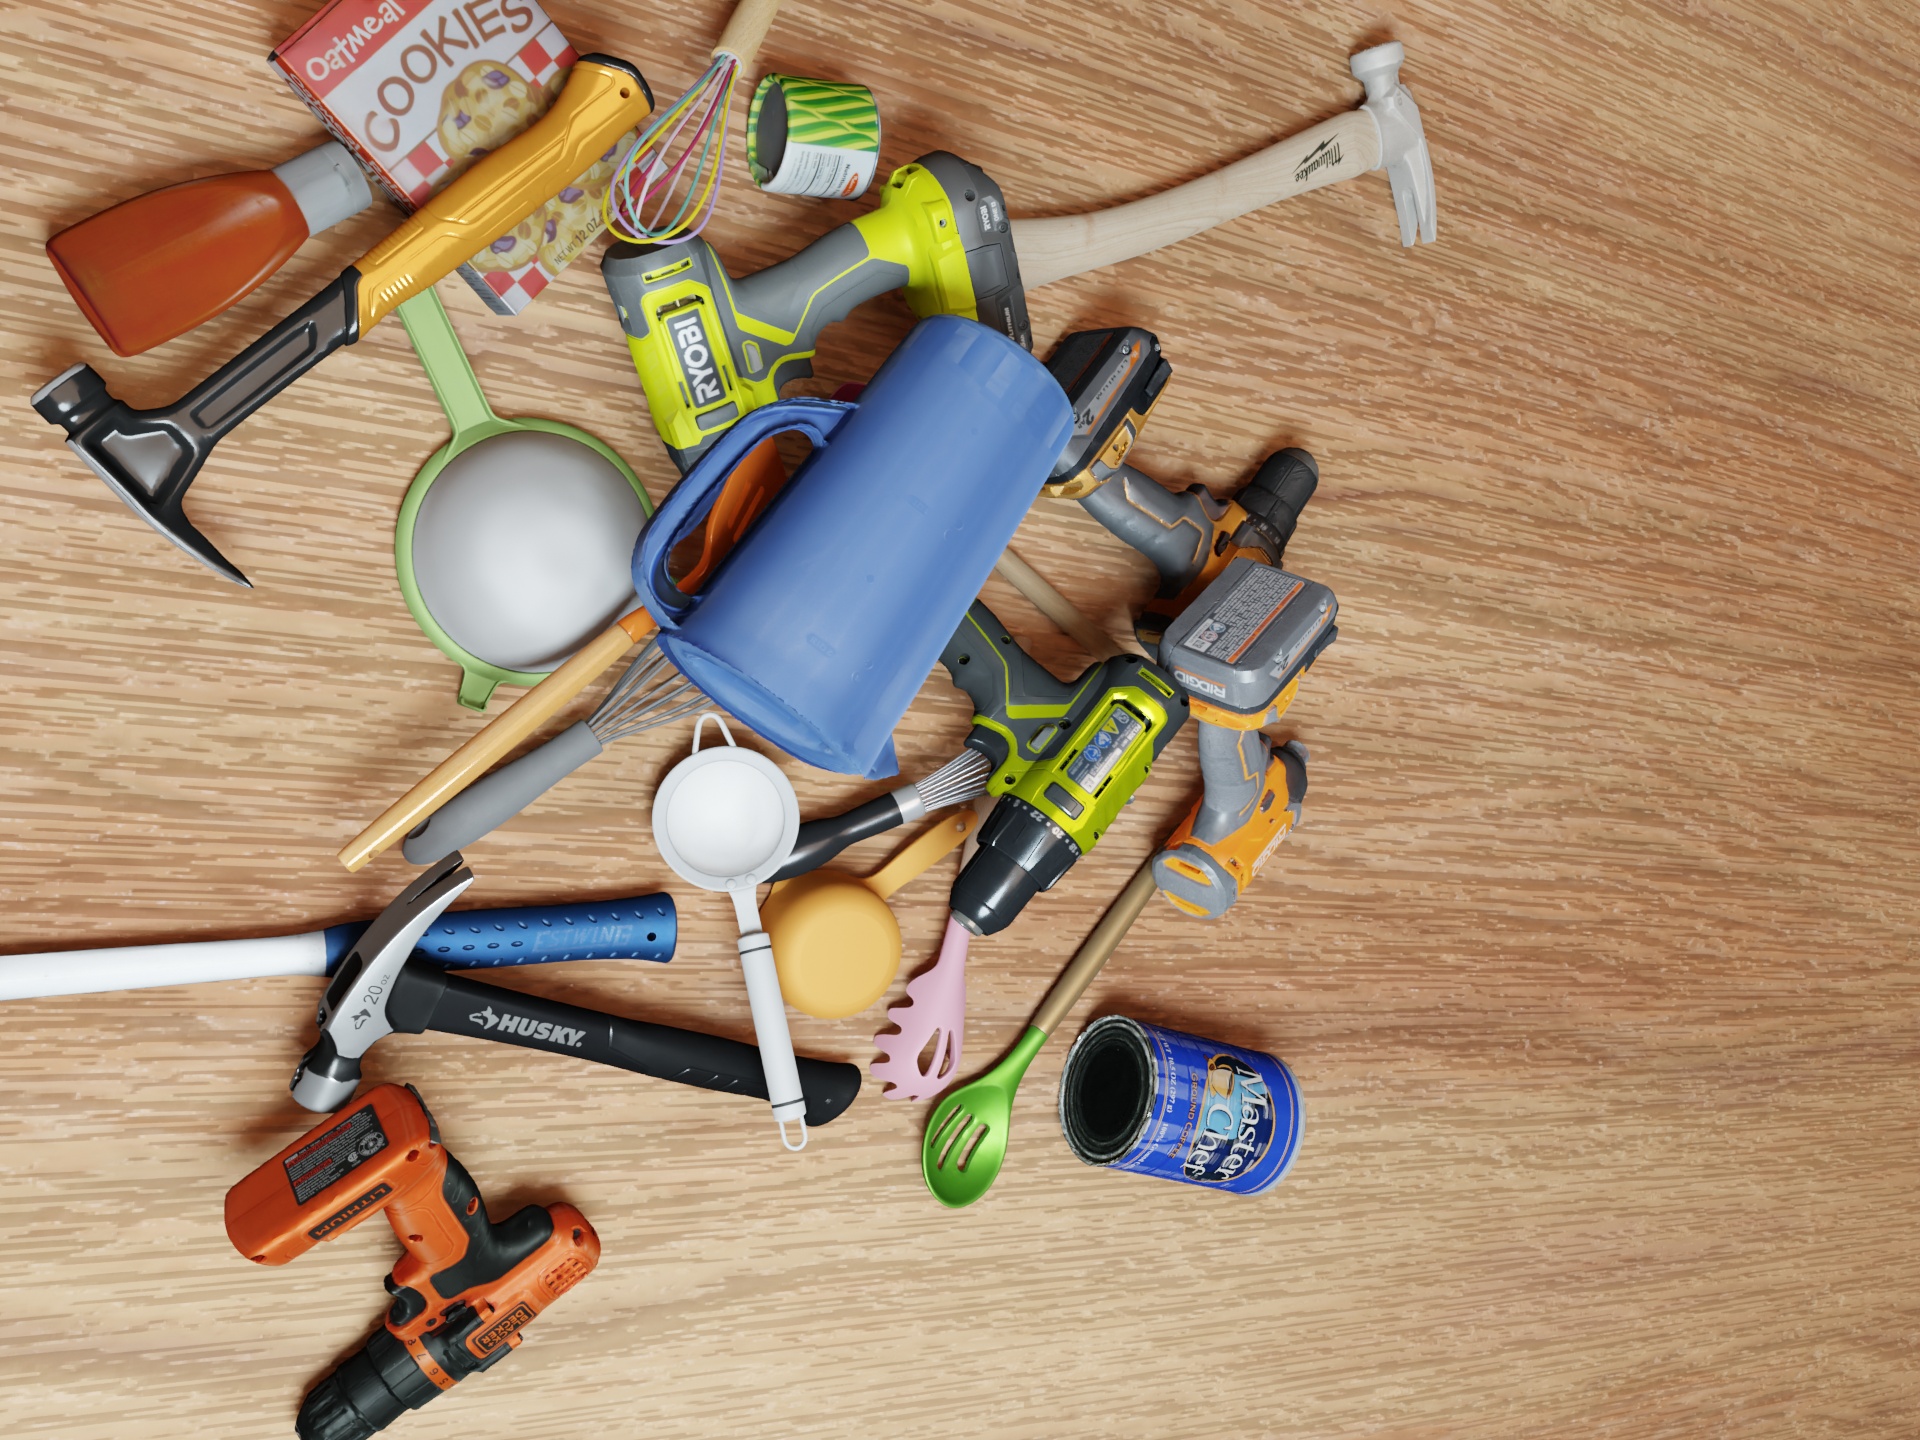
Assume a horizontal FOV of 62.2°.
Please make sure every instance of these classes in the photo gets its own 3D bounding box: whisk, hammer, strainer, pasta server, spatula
[{"bbox_3d":[-0.140,-0.352,0.882,0.051,0.047,0.245,48,48,-43],"label":"whisk"},{"bbox_3d":[-0.349,0.118,0.843,0.405,0.035,0.144,-1,95,-30],"label":"hammer"},{"bbox_3d":[-0.246,-0.139,0.859,0.151,0.069,0.256,-30,110,-24],"label":"strainer"},{"bbox_3d":[0.172,-0.350,1.101,0.410,0.038,0.146,-26,108,-25],"label":"hammer"},{"bbox_3d":[0.004,0.098,1.051,0.060,0.040,0.316,16,82,-30],"label":"pasta server"},{"bbox_3d":[-0.125,0.124,0.937,0.087,0.050,0.258,-11,80,-15],"label":"strainer"},{"bbox_3d":[-0.204,-0.036,0.856,0.322,0.041,0.081,-42,151,-16],"label":"spatula"},{"bbox_3d":[-0.213,0.008,0.908,0.239,0.055,0.055,-36,111,-18],"label":"whisk"},{"bbox_3d":[-0.283,-0.217,0.802,0.337,0.034,0.127,-44,119,-13],"label":"hammer"},{"bbox_3d":[-0.192,0.180,0.912,0.334,0.035,0.146,23,97,-37],"label":"hammer"},{"bbox_3d":[-0.004,0.041,1.006,0.284,0.070,0.070,-23,106,-13],"label":"whisk"}]

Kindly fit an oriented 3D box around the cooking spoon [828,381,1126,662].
[{"bbox_3d":[0.028,-0.106,1.049,0.318,0.017,0.069,39,80,-26],"label":"cooking spoon"}]

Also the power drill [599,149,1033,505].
[{"bbox_3d":[-0.078,-0.224,0.925,0.223,0.080,0.171,-25,125,-14],"label":"power drill"}]

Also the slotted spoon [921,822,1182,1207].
[{"bbox_3d":[0.070,0.195,1.097,0.070,0.031,0.314,47,70,-25],"label":"slotted spoon"}]

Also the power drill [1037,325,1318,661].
[{"bbox_3d":[0.146,-0.165,1.078,0.226,0.084,0.185,45,73,-30],"label":"power drill"}]

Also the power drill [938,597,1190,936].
[{"bbox_3d":[-0.002,-0.003,0.951,0.228,0.080,0.190,39,77,2],"label":"power drill"}]

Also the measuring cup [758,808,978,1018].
[{"bbox_3d":[-0.048,0.115,0.994,0.173,0.052,0.095,-38,112,-13],"label":"measuring cup"}]

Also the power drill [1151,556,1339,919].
[{"bbox_3d":[0.195,0.007,1.073,0.164,0.084,0.226,-44,144,-35],"label":"power drill"}]
